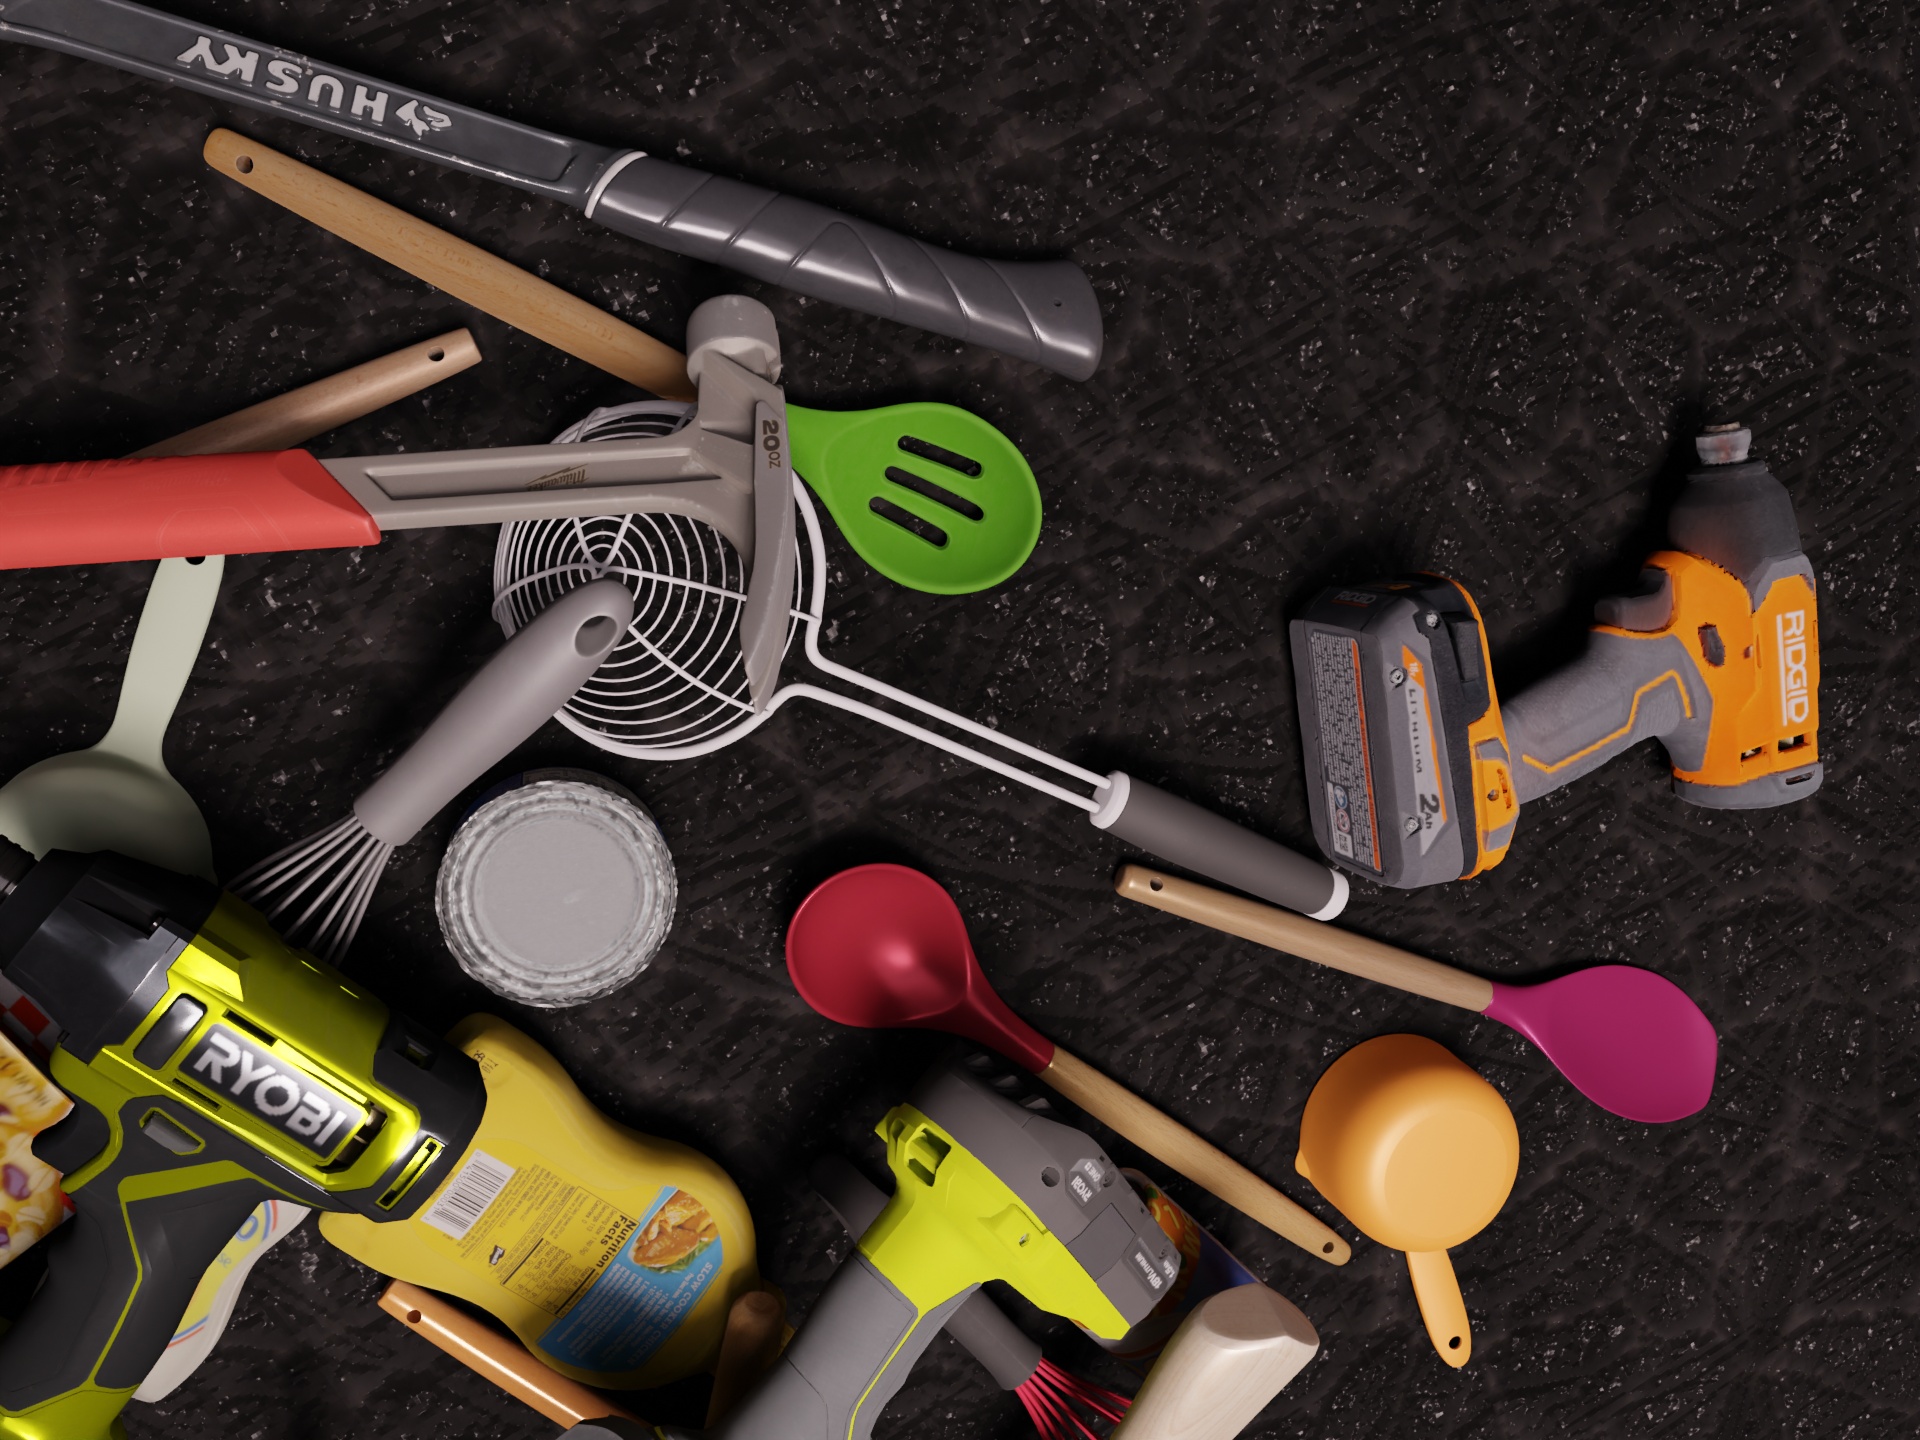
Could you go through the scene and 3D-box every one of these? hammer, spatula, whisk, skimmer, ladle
[{"bbox_3d":[-0.232,-0.060,0.497,0.359,0.036,0.149,-4,59,-1],"label":"hammer"},{"bbox_3d":[-0.102,0.317,0.663,0.322,0.041,0.081,39,90,-14],"label":"spatula"},{"bbox_3d":[0.038,0.286,0.674,0.073,0.073,0.295,-43,102,-4],"label":"whisk"},{"bbox_3d":[0.008,0.388,0.647,0.146,0.038,0.410,33,103,-26],"label":"hammer"},{"bbox_3d":[-0.193,0.035,0.541,0.239,0.055,0.055,-41,108,15],"label":"whisk"},{"bbox_3d":[-0.001,-0.002,0.619,0.363,0.090,0.127,24,100,-26],"label":"skimmer"},{"bbox_3d":[-0.101,0.327,0.617,0.047,0.051,0.245,5,111,-25],"label":"whisk"},{"bbox_3d":[-0.136,-0.182,0.535,0.408,0.036,0.149,12,73,-20],"label":"hammer"},{"bbox_3d":[0.055,0.154,0.670,0.315,0.031,0.069,37,92,-20],"label":"ladle"},{"bbox_3d":[-0.313,-0.069,0.536,0.316,0.018,0.060,-24,94,-9],"label":"spatula"}]

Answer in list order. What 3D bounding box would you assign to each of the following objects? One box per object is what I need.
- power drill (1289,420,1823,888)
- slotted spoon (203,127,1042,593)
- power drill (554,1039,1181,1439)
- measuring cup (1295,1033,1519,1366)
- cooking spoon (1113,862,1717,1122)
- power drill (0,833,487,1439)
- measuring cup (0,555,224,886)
[{"bbox_3d":[0.256,-0.029,0.661,0.226,0.084,0.164,-13,103,-16],"label":"power drill"},{"bbox_3d":[-0.113,-0.131,0.572,0.313,0.031,0.070,24,105,-15],"label":"slotted spoon"},{"bbox_3d":[-0.028,0.248,0.571,0.228,0.080,0.190,-46,132,-16],"label":"power drill"},{"bbox_3d":[0.214,0.227,0.709,0.095,0.052,0.173,-21,103,-10],"label":"measuring cup"},{"bbox_3d":[0.210,0.115,0.705,0.318,0.017,0.069,19,76,-17],"label":"cooking spoon"},{"bbox_3d":[-0.288,0.156,0.506,0.171,0.080,0.223,40,91,-18],"label":"power drill"},{"bbox_3d":[-0.287,0.010,0.546,0.083,0.038,0.167,20,97,-17],"label":"measuring cup"}]
